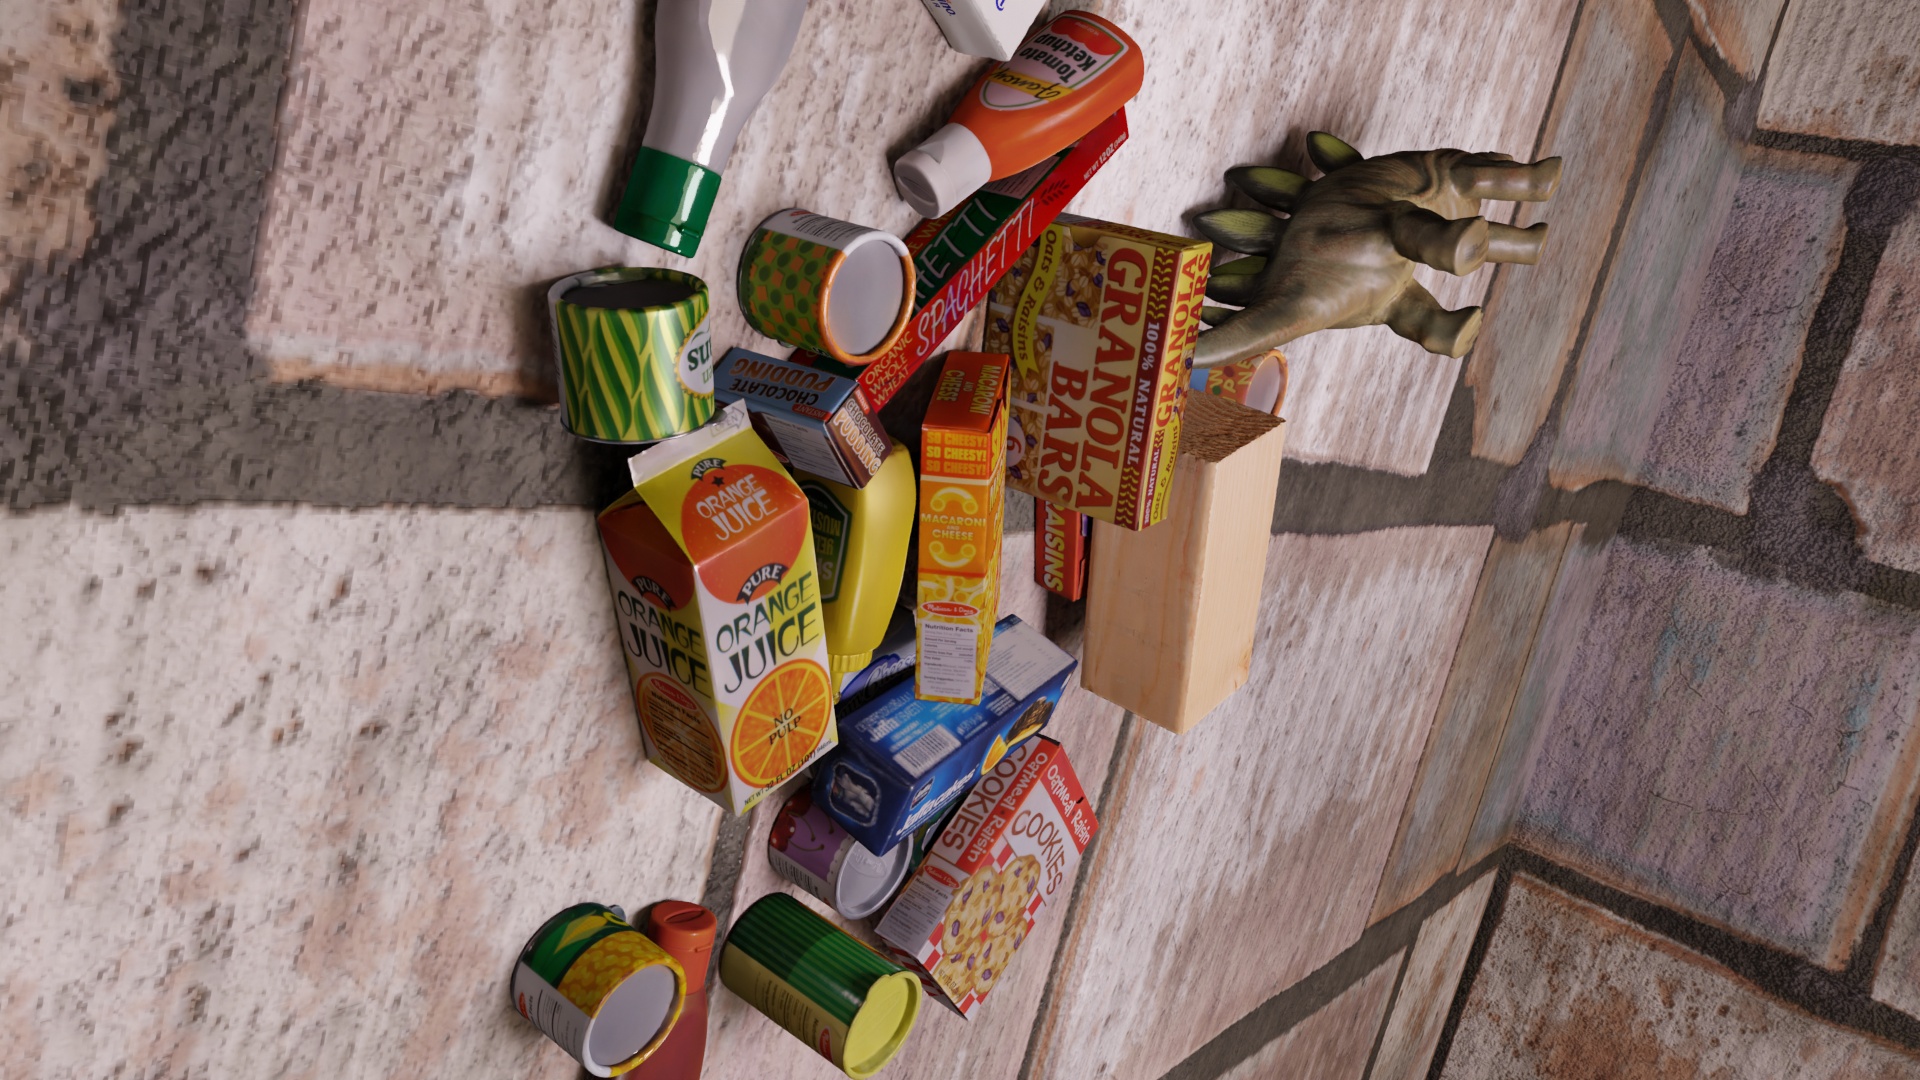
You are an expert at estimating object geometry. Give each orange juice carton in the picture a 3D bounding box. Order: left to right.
[{"bbox_3d":[-0.117,0.030,0.672,0.072,0.073,0.191,-33,132,-40],"label":"orange juice carton"}]

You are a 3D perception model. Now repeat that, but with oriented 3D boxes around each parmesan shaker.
[{"bbox_3d":[-0.083,0.257,0.815,0.071,0.103,0.071,-31,132,-42],"label":"parmesan shaker"}]

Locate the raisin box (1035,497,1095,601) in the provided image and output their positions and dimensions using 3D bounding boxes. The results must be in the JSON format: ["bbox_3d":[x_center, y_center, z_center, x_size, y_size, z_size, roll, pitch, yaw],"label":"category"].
[{"bbox_3d":[0.104,-0.023,0.975,0.124,0.040,0.085,-31,132,-41],"label":"raisin box"}]

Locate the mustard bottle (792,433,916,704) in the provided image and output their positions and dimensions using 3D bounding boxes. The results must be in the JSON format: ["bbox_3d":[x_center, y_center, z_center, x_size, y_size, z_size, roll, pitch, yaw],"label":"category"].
[{"bbox_3d":[-0.062,0.020,0.747,0.049,0.065,0.159,-13,118,-43],"label":"mustard bottle"}]

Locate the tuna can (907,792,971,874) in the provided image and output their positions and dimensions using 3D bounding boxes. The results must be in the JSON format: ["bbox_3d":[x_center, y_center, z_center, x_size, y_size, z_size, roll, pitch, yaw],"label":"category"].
[{"bbox_3d":[-0.017,0.196,0.934,0.071,0.033,0.070,-30,131,-42],"label":"tuna can"}]

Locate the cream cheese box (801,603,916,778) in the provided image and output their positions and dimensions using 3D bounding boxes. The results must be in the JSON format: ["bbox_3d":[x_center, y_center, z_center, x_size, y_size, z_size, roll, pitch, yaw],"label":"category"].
[{"bbox_3d":[-0.064,0.087,0.818,0.104,0.024,0.053,-41,137,-34],"label":"cream cheese box"}]

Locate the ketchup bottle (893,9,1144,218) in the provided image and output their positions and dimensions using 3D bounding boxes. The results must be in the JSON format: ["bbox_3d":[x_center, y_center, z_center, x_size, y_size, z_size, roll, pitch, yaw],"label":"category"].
[{"bbox_3d":[0.029,-0.227,0.746,0.149,0.065,0.043,-42,152,-21],"label":"ketchup bottle"}]

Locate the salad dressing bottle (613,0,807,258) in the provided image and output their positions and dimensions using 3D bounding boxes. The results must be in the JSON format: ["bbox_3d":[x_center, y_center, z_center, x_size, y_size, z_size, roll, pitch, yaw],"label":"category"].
[{"bbox_3d":[-0.107,-0.196,0.590,0.064,0.044,0.147,12,99,-57],"label":"salad dressing bottle"}]

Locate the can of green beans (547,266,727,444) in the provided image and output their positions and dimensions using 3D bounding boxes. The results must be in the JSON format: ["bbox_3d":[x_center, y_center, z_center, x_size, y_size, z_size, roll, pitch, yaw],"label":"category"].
[{"bbox_3d":[-0.138,-0.080,0.589,0.071,0.071,0.057,-27,128,-44],"label":"can of green beans"}]

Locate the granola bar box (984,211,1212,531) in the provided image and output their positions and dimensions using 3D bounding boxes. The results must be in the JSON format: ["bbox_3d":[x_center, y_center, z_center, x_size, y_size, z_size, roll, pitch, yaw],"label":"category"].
[{"bbox_3d":[0.072,-0.102,0.813,0.039,0.124,0.164,-20,123,-49],"label":"granola bar box"}]

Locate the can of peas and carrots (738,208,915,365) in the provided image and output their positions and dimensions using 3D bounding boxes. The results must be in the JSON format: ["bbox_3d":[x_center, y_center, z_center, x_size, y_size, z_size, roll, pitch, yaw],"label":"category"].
[{"bbox_3d":[-0.064,-0.121,0.675,0.071,0.059,0.070,-29,130,-42],"label":"can of peas and carrots"}]

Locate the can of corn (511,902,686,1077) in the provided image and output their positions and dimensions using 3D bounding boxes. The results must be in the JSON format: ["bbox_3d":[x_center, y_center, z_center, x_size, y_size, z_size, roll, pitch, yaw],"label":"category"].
[{"bbox_3d":[-0.180,0.226,0.704,0.071,0.058,0.070,-30,131,-42],"label":"can of corn"}]

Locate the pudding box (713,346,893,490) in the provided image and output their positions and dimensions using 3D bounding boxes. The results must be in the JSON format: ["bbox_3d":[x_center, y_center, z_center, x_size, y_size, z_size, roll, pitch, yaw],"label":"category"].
[{"bbox_3d":[-0.079,-0.059,0.667,0.030,0.084,0.049,-55,143,-23],"label":"pudding box"}]

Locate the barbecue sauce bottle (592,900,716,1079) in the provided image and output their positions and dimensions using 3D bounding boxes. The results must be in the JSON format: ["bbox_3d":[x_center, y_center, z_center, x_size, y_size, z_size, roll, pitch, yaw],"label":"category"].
[{"bbox_3d":[-0.167,0.273,0.763,0.065,0.044,0.148,1,106,-54],"label":"barbecue sauce bottle"}]

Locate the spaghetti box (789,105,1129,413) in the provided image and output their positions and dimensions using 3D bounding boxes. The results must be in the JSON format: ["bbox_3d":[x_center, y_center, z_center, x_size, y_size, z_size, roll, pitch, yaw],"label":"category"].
[{"bbox_3d":[0.004,-0.161,0.753,0.251,0.050,0.028,-50,141,-24],"label":"spaghetti box"}]

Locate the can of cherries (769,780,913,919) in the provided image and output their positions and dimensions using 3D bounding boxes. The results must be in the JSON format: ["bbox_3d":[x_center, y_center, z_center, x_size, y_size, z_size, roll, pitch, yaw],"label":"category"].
[{"bbox_3d":[-0.070,0.181,0.832,0.072,0.058,0.071,-28,129,-42],"label":"can of cherries"}]

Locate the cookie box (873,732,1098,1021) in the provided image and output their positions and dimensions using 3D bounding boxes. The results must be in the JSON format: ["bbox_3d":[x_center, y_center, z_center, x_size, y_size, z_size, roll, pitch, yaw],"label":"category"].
[{"bbox_3d":[0.024,0.225,0.939,0.168,0.040,0.122,-52,144,-22],"label":"cookie box"}]

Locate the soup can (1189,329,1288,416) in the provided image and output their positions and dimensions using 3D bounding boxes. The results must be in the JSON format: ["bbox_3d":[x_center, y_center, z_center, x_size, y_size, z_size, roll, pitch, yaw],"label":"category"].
[{"bbox_3d":[0.182,-0.117,0.991,0.072,0.084,0.071,-29,130,-43],"label":"soup can"}]

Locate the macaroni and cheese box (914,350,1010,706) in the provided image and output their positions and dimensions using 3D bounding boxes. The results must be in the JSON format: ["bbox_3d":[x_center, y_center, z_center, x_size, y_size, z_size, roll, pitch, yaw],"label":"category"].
[{"bbox_3d":[0.003,-0.010,0.792,0.124,0.040,0.165,-75,169,-63],"label":"macaroni and cheese box"}]
